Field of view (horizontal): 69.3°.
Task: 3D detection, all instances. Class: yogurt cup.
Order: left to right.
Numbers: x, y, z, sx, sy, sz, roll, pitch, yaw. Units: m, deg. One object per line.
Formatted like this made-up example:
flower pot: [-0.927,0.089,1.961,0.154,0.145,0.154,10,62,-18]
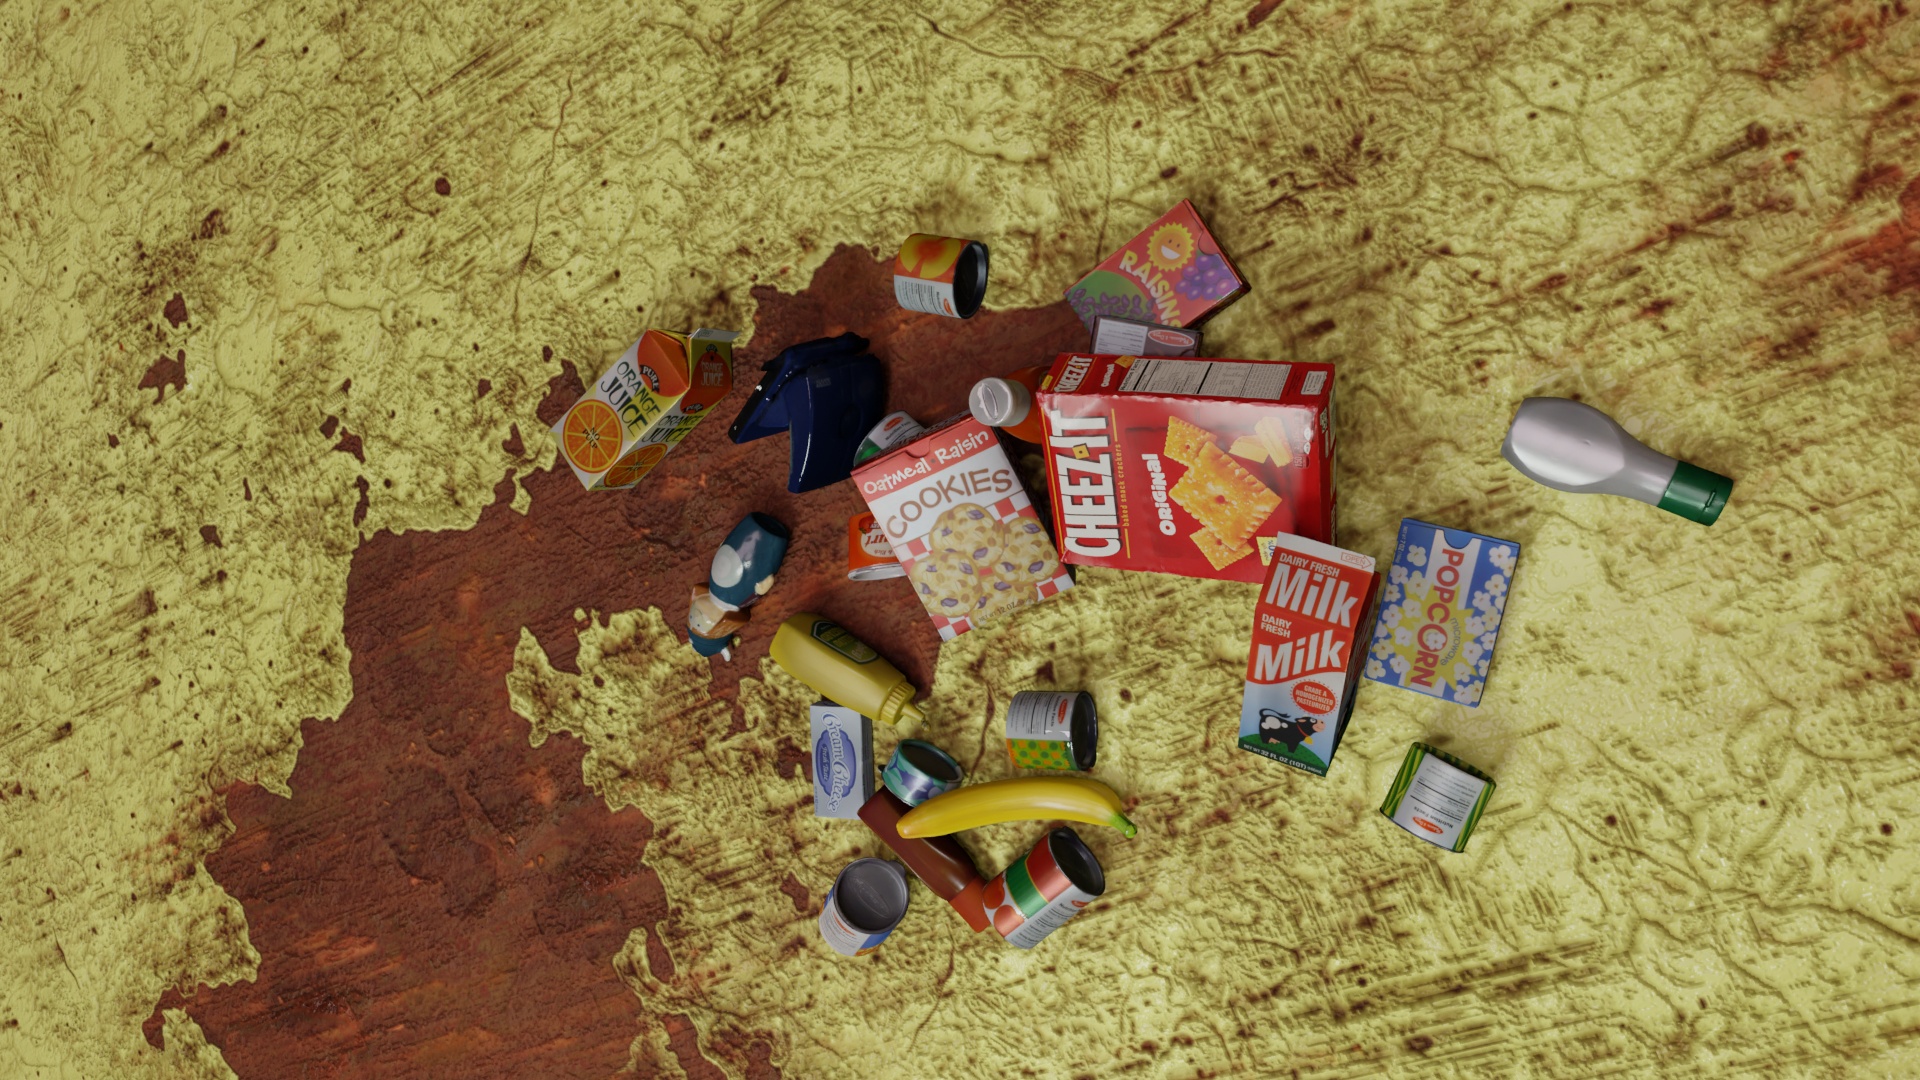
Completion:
yogurt cup: [-0.067,0.003,1.208,0.072,0.072,0.054,-11,81,24]

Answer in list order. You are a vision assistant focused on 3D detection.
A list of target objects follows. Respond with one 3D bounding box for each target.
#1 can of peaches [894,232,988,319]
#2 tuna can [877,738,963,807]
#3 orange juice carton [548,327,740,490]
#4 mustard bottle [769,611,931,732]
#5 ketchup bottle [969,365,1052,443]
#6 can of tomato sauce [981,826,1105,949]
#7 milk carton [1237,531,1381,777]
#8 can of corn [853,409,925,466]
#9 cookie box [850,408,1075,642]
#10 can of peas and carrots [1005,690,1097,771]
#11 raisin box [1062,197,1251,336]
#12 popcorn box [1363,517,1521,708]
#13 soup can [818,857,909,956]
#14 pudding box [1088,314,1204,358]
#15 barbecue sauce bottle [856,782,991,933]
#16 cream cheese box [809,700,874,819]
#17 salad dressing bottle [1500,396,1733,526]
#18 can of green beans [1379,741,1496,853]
can of peaches: [-0.016,-0.225,1.172,0.058,0.071,0.071,12,98,23]
tuna can: [-0.034,0.202,1.202,0.071,0.071,0.032,33,105,18]
orange juice carton: [-0.285,-0.133,1.290,0.192,0.072,0.073,-40,78,21]
mustard bottle: [-0.090,0.121,1.227,0.160,0.065,0.048,31,110,13]
ketchup bottle: [0.053,-0.108,1.101,0.043,0.149,0.064,-19,86,25]
can of tomato sauce: [0.068,0.290,1.164,0.083,0.071,0.071,-44,76,20]
milk carton: [0.256,0.076,1.016,0.072,0.074,0.189,17,133,23]
can of corn: [-0.048,-0.067,1.195,0.058,0.071,0.071,41,108,16]
cookie box: [0.004,-0.014,1.142,0.123,0.040,0.167,-24,107,13]
can of peas and carrots: [0.077,0.159,1.153,0.058,0.071,0.071,-2,93,24]
raisin box: [0.156,-0.200,1.110,0.123,0.040,0.086,-35,79,21]
popcorn box: [0.359,0.053,1.037,0.085,0.038,0.126,15,99,23]
soup can: [-0.083,0.320,1.214,0.071,0.071,0.083,48,150,14]
pudding box: [0.143,-0.145,1.082,0.084,0.030,0.049,13,103,17]
barbecue sauce bottle: [-0.023,0.274,1.207,0.148,0.065,0.043,46,100,6]
cream cheese box: [-0.106,0.198,1.257,0.053,0.024,0.103,-2,93,22]
salad dressing bottle: [0.463,-0.054,0.983,0.148,0.044,0.064,25,101,19]
can of green beans: [0.354,0.190,1.029,0.071,0.071,0.057,27,97,20]
